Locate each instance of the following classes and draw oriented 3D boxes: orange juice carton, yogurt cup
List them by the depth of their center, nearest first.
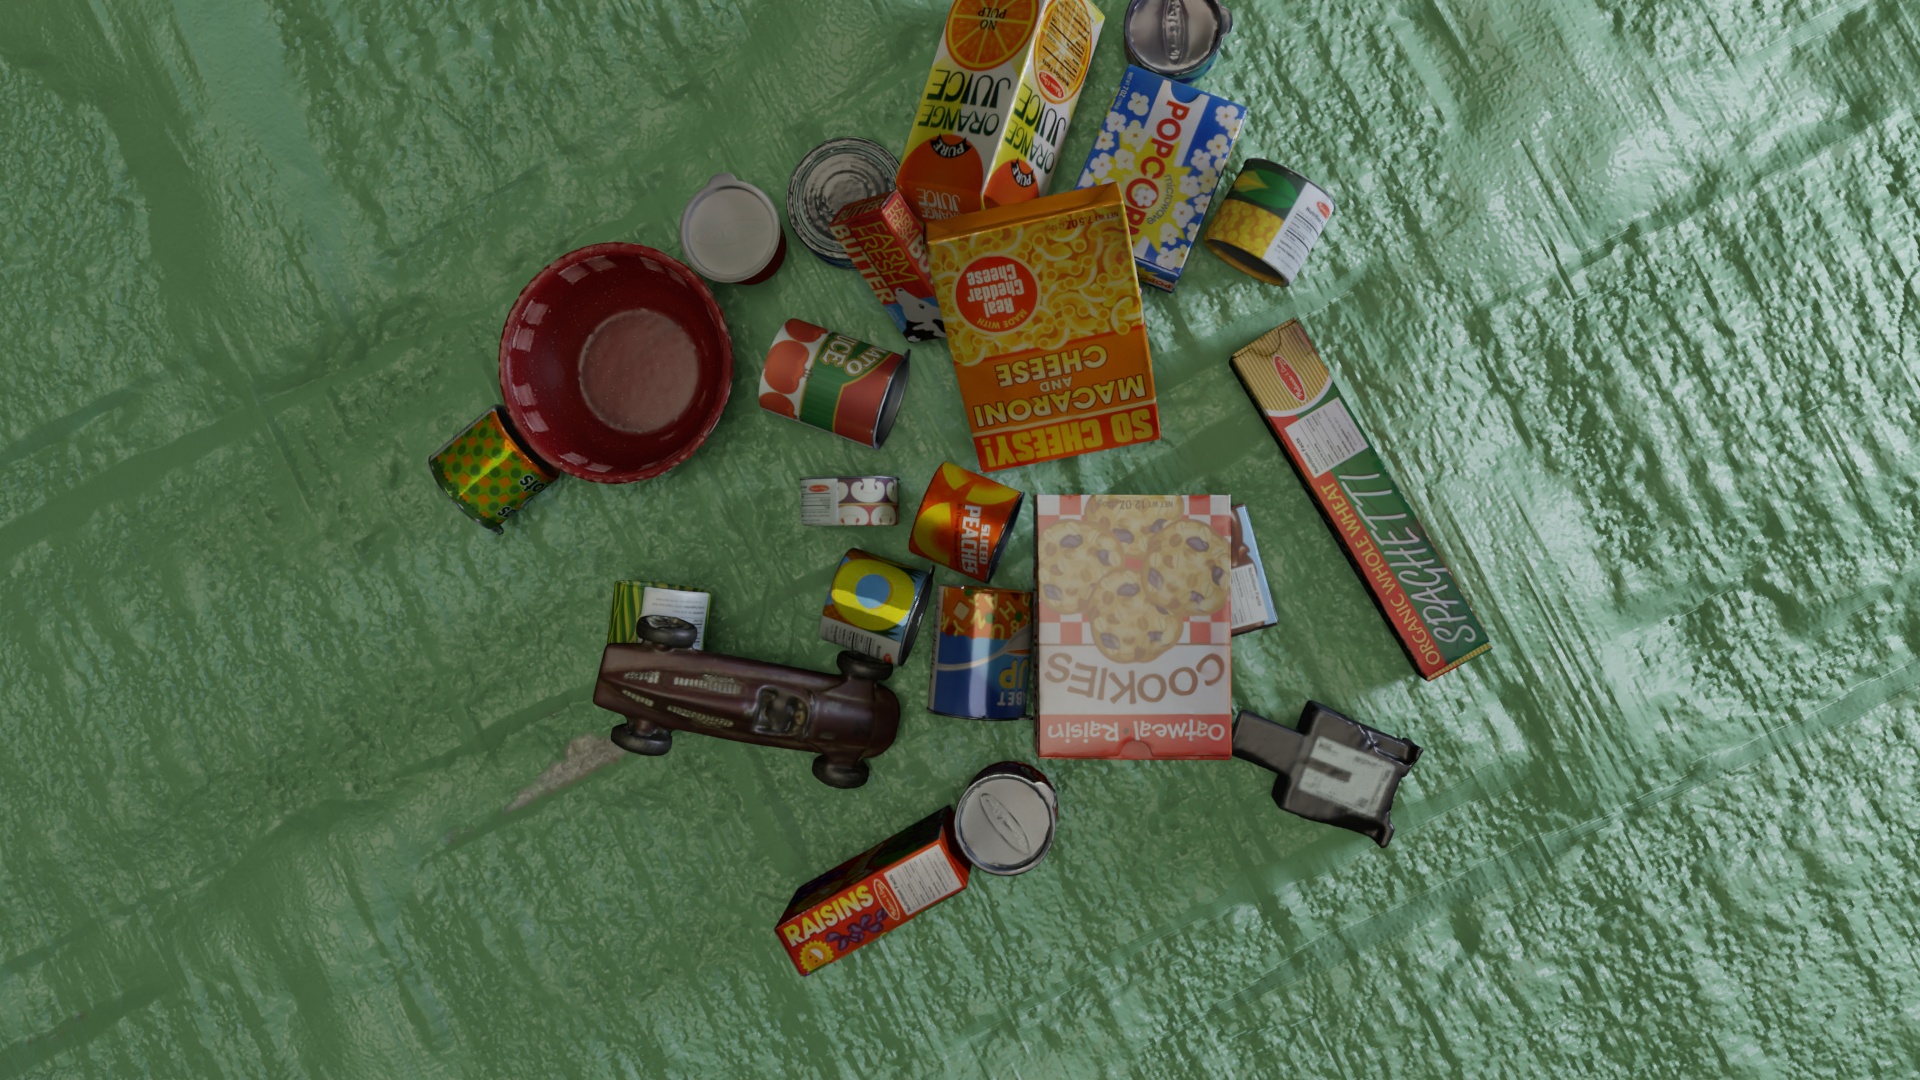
[{"bbox_3d":[0.020,-0.268,0.904,0.072,0.073,0.192,19,92,33],"label":"orange juice carton"},{"bbox_3d":[-0.150,-0.204,0.940,0.072,0.054,0.072,0,90,6],"label":"yogurt cup"}]

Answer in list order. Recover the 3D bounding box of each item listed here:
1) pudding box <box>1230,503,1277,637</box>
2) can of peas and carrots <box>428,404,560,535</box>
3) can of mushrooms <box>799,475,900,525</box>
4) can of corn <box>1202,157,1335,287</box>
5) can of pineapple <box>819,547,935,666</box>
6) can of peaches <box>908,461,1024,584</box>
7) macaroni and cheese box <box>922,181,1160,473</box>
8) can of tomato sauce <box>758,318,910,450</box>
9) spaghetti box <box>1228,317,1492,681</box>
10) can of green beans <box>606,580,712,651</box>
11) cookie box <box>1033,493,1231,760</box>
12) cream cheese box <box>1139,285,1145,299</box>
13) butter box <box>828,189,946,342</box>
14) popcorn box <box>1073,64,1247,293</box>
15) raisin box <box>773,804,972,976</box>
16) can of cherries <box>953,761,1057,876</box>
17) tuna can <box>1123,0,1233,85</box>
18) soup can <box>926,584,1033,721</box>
[{"bbox_3d":[0.175,0.021,0.920,0.049,0.030,0.083,-16,88,6],"label":"pudding box"},{"bbox_3d":[-0.316,-0.049,0.950,0.058,0.071,0.071,-39,87,4],"label":"can of peas and carrots"},{"bbox_3d":[-0.072,-0.026,0.927,0.071,0.071,0.033,-1,90,6],"label":"can of mushrooms"},{"bbox_3d":[0.198,-0.206,0.903,0.071,0.071,0.058,30,93,5],"label":"can of corn"},{"bbox_3d":[-0.055,0.042,0.925,0.058,0.071,0.071,18,92,5],"label":"can of pineapple"},{"bbox_3d":[0.003,-0.011,0.916,0.058,0.071,0.071,23,92,6],"label":"can of peaches"},{"bbox_3d":[0.055,-0.133,0.886,0.124,0.040,0.165,-11,123,7],"label":"macaroni and cheese box"},{"bbox_3d":[-0.083,-0.106,0.927,0.083,0.071,0.071,19,92,6],"label":"can of tomato sauce"},{"bbox_3d":[0.261,-0.026,0.913,0.050,0.029,0.250,-31,87,5],"label":"spaghetti box"},{"bbox_3d":[-0.204,0.059,0.938,0.071,0.071,0.058,7,90,6],"label":"can of green beans"},{"bbox_3d":[0.108,0.054,0.884,0.123,0.040,0.167,0,89,0],"label":"cookie box"},{"bbox_3d":[0.067,-0.164,0.934,0.104,0.024,0.053,24,92,5],"label":"cream cheese box"},{"bbox_3d":[-0.037,-0.176,0.906,0.103,0.053,0.024,54,54,-30],"label":"butter box"},{"bbox_3d":[0.124,-0.236,0.911,0.085,0.038,0.127,22,81,5],"label":"popcorn box"},{"bbox_3d":[-0.054,0.229,0.913,0.123,0.086,0.040,-29,92,5],"label":"raisin box"},{"bbox_3d":[0.034,0.181,0.919,0.071,0.058,0.071,0,89,6],"label":"can of cherries"},{"bbox_3d":[0.144,-0.337,0.923,0.071,0.033,0.071,0,90,6],"label":"tuna can"},{"bbox_3d":[0.017,0.073,0.917,0.071,0.071,0.083,5,90,6],"label":"soup can"}]
